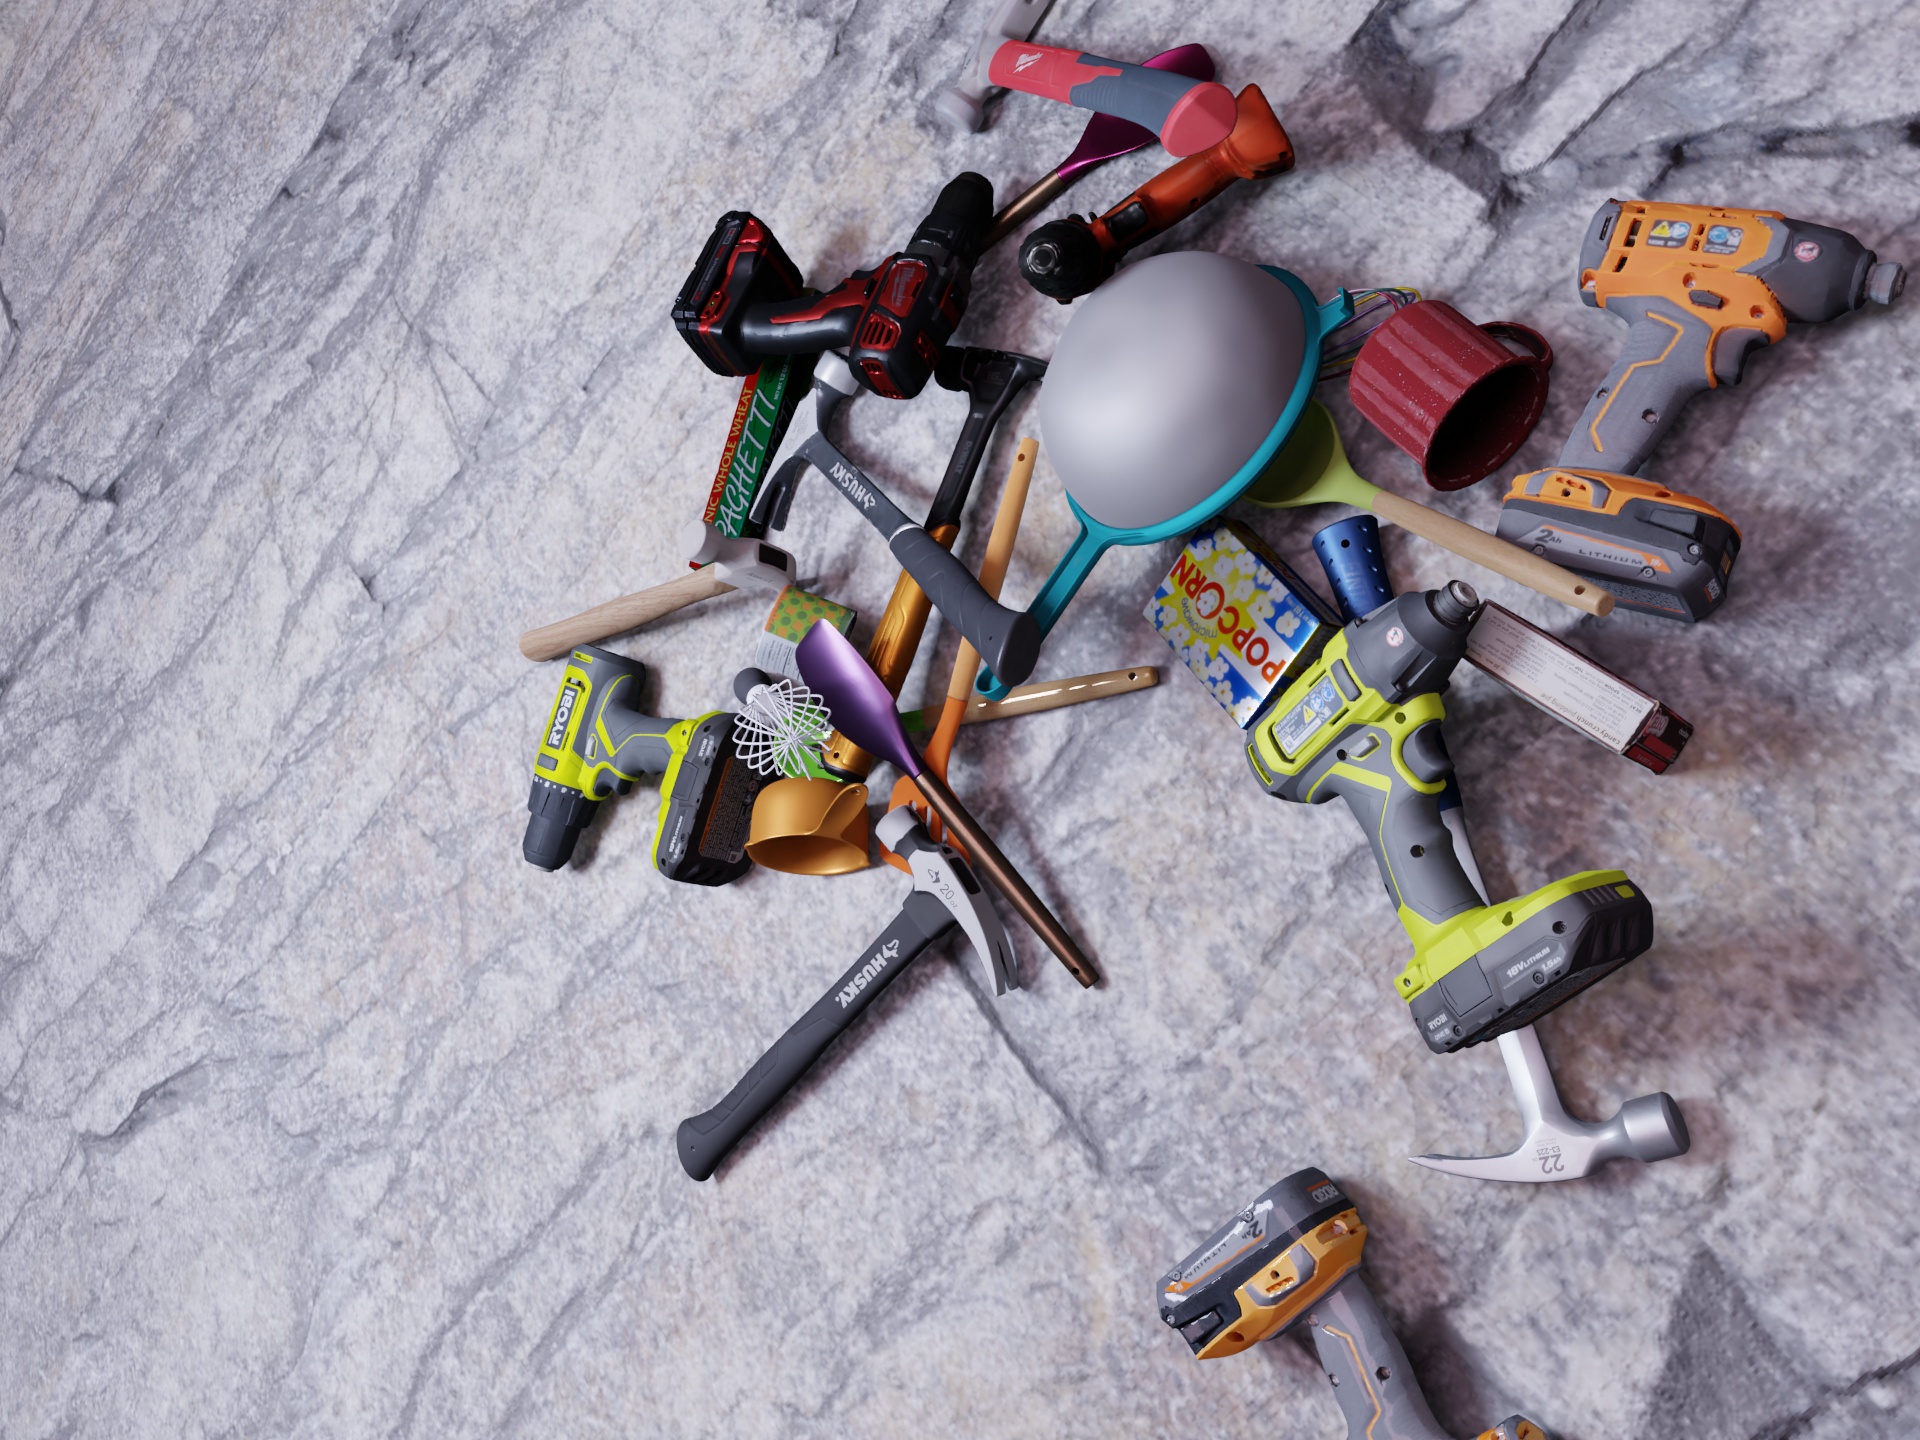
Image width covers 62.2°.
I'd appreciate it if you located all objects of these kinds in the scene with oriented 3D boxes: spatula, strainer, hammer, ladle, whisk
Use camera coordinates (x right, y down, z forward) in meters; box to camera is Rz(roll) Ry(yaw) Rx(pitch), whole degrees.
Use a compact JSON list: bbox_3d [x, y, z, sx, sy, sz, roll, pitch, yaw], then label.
[{"bbox_3d":[-0.012,0.059,1.093,0.316,0.018,0.059,49,125,13],"label":"spatula"},{"bbox_3d":[0.086,-0.173,1.029,0.340,0.095,0.211,-56,36,2],"label":"strainer"},{"bbox_3d":[-0.050,-0.134,1.133,0.149,0.036,0.409,-58,38,15],"label":"hammer"},{"bbox_3d":[0.092,-0.448,1.078,0.143,0.038,0.387,-56,31,11],"label":"hammer"},{"bbox_3d":[-0.097,0.225,1.148,0.334,0.035,0.146,-48,71,21],"label":"hammer"},{"bbox_3d":[0.009,-0.038,1.115,0.081,0.041,0.322,19,97,28],"label":"spatula"},{"bbox_3d":[0.252,-0.125,0.917,0.078,0.062,0.320,-55,32,7],"label":"ladle"},{"bbox_3d":[0.191,-0.221,1.055,0.245,0.051,0.047,-25,73,31],"label":"whisk"},{"bbox_3d":[-0.257,-0.092,1.300,0.331,0.130,0.031,-14,68,43],"label":"hammer"},{"bbox_3d":[-0.139,-0.010,1.141,0.070,0.070,0.285,-67,16,4],"label":"whisk"},{"bbox_3d":[0.280,0.067,0.935,0.144,0.035,0.406,-25,67,28],"label":"hammer"},{"bbox_3d":[-0.019,-0.112,1.157,0.127,0.034,0.337,18,85,37],"label":"hammer"}]

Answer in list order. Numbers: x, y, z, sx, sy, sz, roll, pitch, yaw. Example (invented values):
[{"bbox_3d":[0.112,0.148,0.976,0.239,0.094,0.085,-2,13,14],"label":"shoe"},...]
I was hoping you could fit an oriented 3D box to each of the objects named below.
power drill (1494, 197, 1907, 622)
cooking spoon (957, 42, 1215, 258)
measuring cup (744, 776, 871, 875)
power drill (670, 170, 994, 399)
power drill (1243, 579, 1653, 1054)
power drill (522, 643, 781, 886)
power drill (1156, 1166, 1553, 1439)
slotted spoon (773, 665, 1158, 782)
[{"bbox_3d":[0.404,-0.175,0.878,0.164,0.084,0.226,18,87,35],"label":"power drill"},{"bbox_3d":[0.056,-0.393,1.197,0.319,0.017,0.069,-33,59,24],"label":"cooking spoon"},{"bbox_3d":[-0.095,0.059,1.130,0.173,0.095,0.052,130,146,-57],"label":"measuring cup"},{"bbox_3d":[-0.089,-0.338,1.211,0.227,0.080,0.188,12,69,31],"label":"power drill"},{"bbox_3d":[0.260,0.049,0.858,0.171,0.080,0.223,-52,54,44],"label":"power drill"},{"bbox_3d":[-0.261,0.053,1.282,0.229,0.080,0.190,17,89,38],"label":"power drill"},{"bbox_3d":[0.207,0.394,0.892,0.185,0.084,0.226,-47,63,19],"label":"power drill"},{"bbox_3d":[-0.002,-0.004,1.148,0.314,0.031,0.070,-11,74,30],"label":"slotted spoon"}]
